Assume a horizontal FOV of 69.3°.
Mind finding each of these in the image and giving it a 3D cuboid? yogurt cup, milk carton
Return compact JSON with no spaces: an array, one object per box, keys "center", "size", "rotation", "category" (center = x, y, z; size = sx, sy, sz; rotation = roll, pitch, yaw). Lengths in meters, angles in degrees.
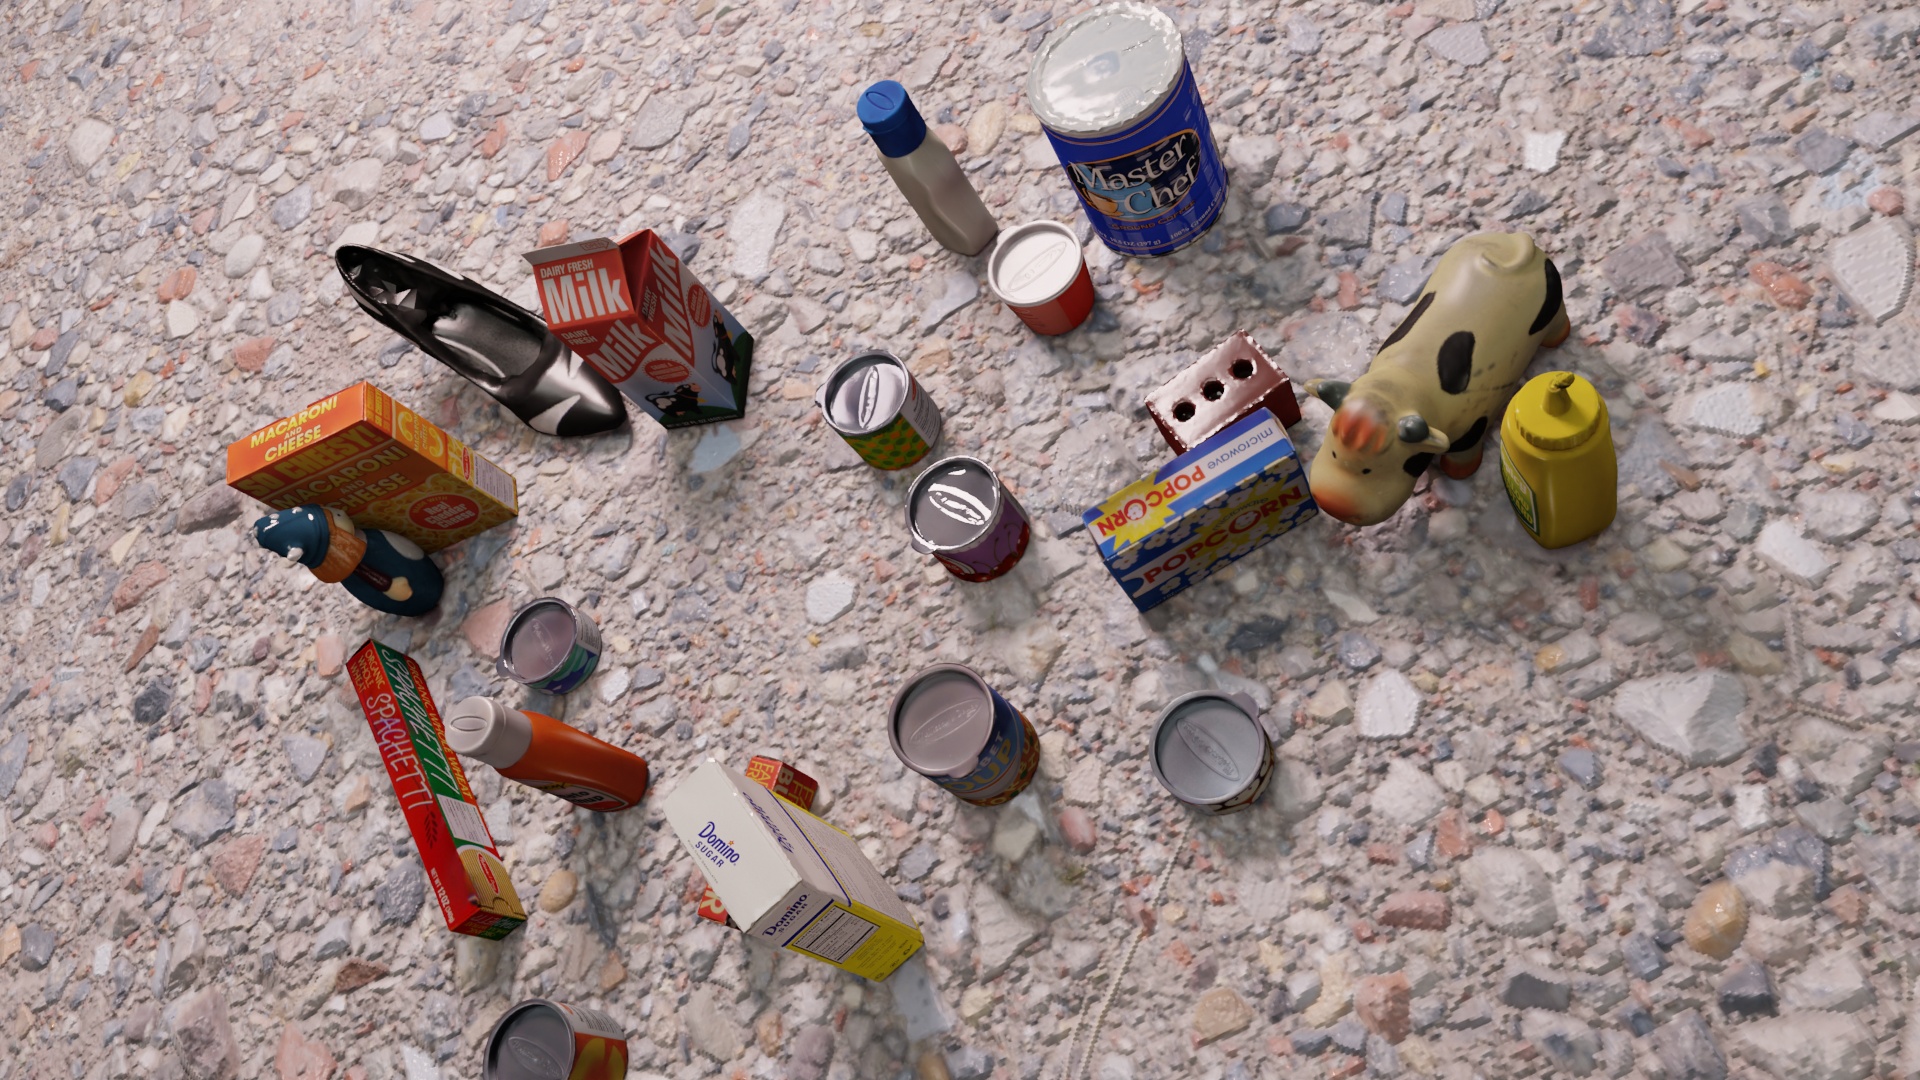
[{"center":[0.059,-0.178,0.957],"size":[0.072,0.054,0.072],"rotation":[-9,63,19],"category":"yogurt cup"},{"center":[-0.226,-0.157,0.989],"size":[0.072,0.190,0.074],"rotation":[-7,64,21],"category":"milk carton"}]

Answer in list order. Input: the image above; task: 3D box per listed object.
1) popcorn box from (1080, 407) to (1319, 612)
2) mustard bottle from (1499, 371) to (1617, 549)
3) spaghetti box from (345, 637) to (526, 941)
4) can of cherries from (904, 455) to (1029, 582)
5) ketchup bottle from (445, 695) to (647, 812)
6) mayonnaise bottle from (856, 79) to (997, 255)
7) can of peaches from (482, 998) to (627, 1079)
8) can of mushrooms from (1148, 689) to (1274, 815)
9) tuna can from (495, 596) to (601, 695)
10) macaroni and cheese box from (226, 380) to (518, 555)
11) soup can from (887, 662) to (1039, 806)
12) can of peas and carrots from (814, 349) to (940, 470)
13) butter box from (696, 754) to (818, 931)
[{"center":[0.144,-0.016,0.825],"size":[0.126,0.085,0.038],"rotation":[-31,58,8],"category":"popcorn box"},{"center":[0.310,-0.049,0.724],"size":[0.049,0.160,0.065],"rotation":[-25,59,11],"category":"mustard bottle"},{"center":[-0.374,0.171,0.981],"size":[0.028,0.050,0.251],"rotation":[-40,57,2],"category":"spaghetti box"},{"center":[0.003,-0.011,0.899],"size":[0.071,0.058,0.072],"rotation":[-9,63,19],"category":"can of cherries"},{"center":[-0.267,0.137,0.892],"size":[0.064,0.148,0.044],"rotation":[-3,66,23],"category":"ketchup bottle"},{"center":[-0.025,-0.261,0.977],"size":[0.065,0.147,0.041],"rotation":[39,86,32],"category":"mayonnaise bottle"},{"center":[-0.249,0.321,0.851],"size":[0.071,0.058,0.071],"rotation":[-9,63,19],"category":"can of peaches"},{"center":[0.145,0.120,0.791],"size":[0.071,0.033,0.071],"rotation":[-9,63,19],"category":"can of mushrooms"},{"center":[-0.297,0.078,1.002],"size":[0.071,0.032,0.071],"rotation":[-9,63,19],"category":"tuna can"},{"center":[-0.436,-0.045,1.042],"size":[0.123,0.166,0.040],"rotation":[-22,60,13],"category":"macaroni and cheese box"},{"center":[0.004,0.119,0.822],"size":[0.071,0.083,0.071],"rotation":[-9,63,20],"category":"soup can"},{"center":[-0.057,-0.089,0.962],"size":[0.071,0.058,0.071],"rotation":[-9,63,19],"category":"can of peas and carrots"},{"center":[-0.125,0.190,0.863],"size":[0.024,0.053,0.104],"rotation":[8,70,27],"category":"butter box"}]
